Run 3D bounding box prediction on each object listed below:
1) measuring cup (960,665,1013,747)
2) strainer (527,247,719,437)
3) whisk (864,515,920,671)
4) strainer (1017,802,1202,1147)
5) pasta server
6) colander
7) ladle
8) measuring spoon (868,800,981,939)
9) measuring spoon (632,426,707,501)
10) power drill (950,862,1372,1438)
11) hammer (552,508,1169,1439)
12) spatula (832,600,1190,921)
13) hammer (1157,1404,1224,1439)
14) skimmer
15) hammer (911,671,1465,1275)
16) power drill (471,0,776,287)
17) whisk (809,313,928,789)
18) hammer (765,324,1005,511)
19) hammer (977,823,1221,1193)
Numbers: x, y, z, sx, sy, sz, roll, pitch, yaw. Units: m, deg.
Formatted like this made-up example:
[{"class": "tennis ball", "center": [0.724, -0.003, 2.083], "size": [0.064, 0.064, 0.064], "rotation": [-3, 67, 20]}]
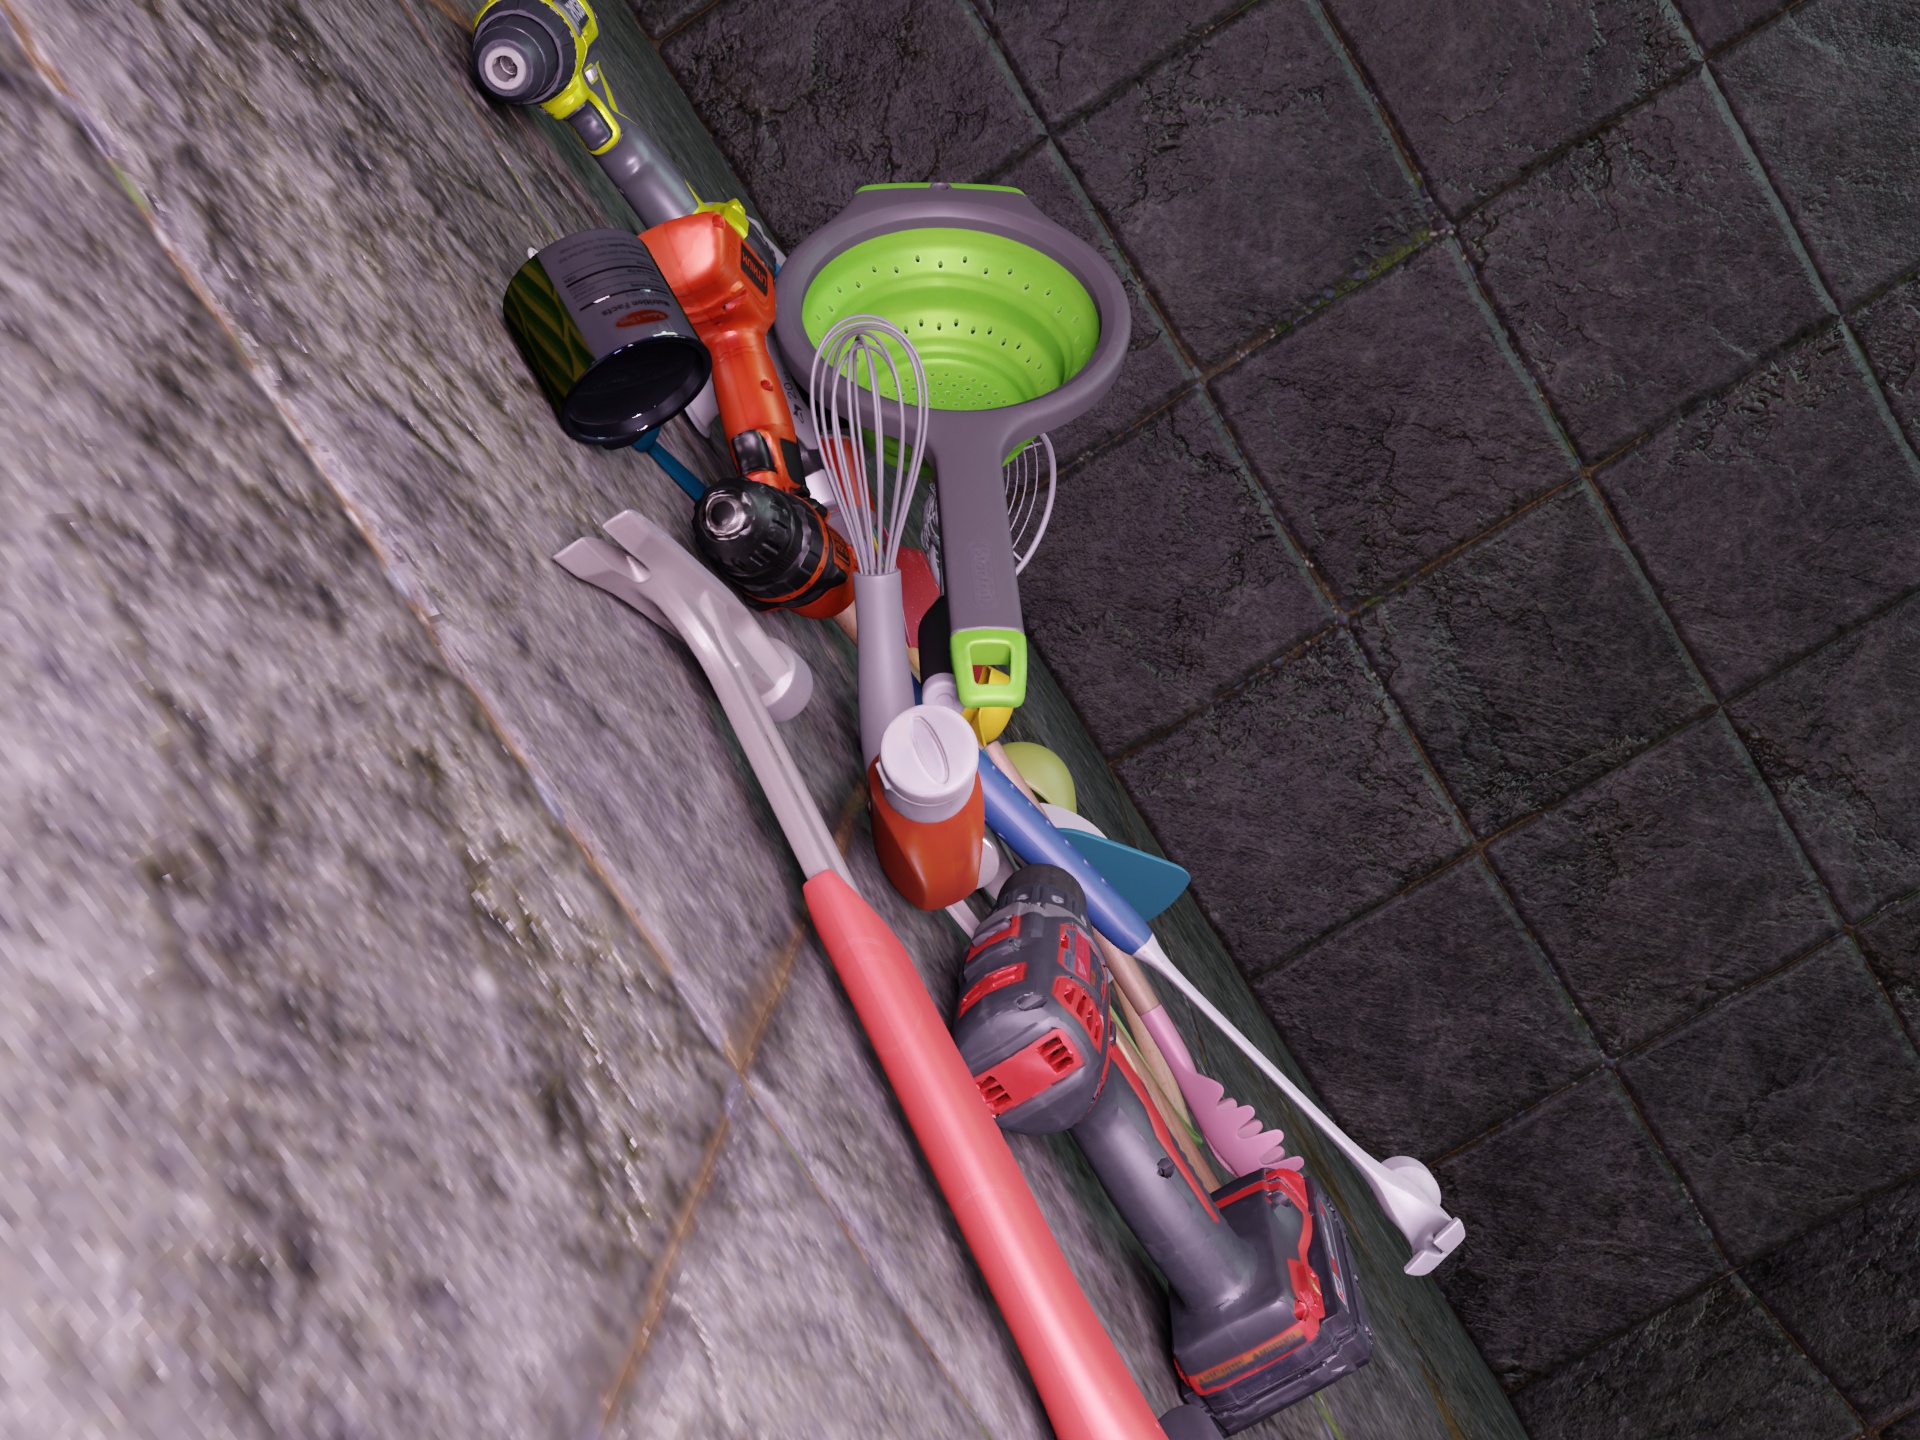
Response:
[{"class": "measuring cup", "center": [0.023, 0.018, 1.154], "size": [0.029, 0.062, 0.157], "rotation": [22, 31, -18]}, {"class": "strainer", "center": [-0.167, -0.208, 0.850], "size": [0.258, 0.050, 0.087], "rotation": [3, 66, -78]}, {"class": "whisk", "center": [-0.046, -0.058, 1.059], "size": [0.051, 0.047, 0.245], "rotation": [23, 38, -58]}, {"class": "strainer", "center": [0.101, 0.151, 1.030], "size": [0.256, 0.069, 0.151], "rotation": [58, 6, 15]}, {"class": "pasta server", "center": [0.105, 0.145, 0.949], "size": [0.316, 0.040, 0.060], "rotation": [59, -5, 7]}, {"class": "colander", "center": [-0.002, -0.145, 0.886], "size": [0.094, 0.204, 0.398], "rotation": [96, -9, -52]}, {"class": "ladle", "center": [0.090, 0.150, 1.139], "size": [0.078, 0.062, 0.320], "rotation": [51, 17, -59]}, {"class": "measuring spoon", "center": [-0.009, 0.090, 0.759], "size": [0.124, 0.018, 0.034], "rotation": [52, 17, 4]}, {"class": "measuring spoon", "center": [-0.137, -0.133, 0.780], "size": [0.042, 0.021, 0.128], "rotation": [62, 8, 30]}, {"class": "power drill", "center": [0.079, 0.172, 0.700], "size": [0.226, 0.080, 0.188], "rotation": [53, 14, -10]}, {"class": "hammer", "center": [-0.024, 0.093, 0.517], "size": [0.359, 0.036, 0.149], "rotation": [61, 7, 24]}, {"class": "spatula", "center": [-0.001, -0.003, 0.907], "size": [0.317, 0.044, 0.082], "rotation": [48, -28, 11]}, {"class": "hammer", "center": [0.172, 0.380, 0.657], "size": [0.408, 0.036, 0.149], "rotation": [52, 10, -38]}, {"class": "skimmer", "center": [0.021, -0.082, 0.934], "size": [0.364, 0.090, 0.127], "rotation": [-91, -169, -65]}, {"class": "hammer", "center": [0.101, 0.122, 0.811], "size": [0.405, 0.035, 0.144], "rotation": [45, 3, 5]}, {"class": "power drill", "center": [-0.213, -0.347, 0.987], "size": [0.228, 0.080, 0.191], "rotation": [52, 14, -28]}, {"class": "whisk", "center": [-0.037, -0.069, 0.750], "size": [0.055, 0.055, 0.239], "rotation": [-98, -175, -74]}, {"class": "hammer", "center": [-0.033, -0.216, 1.061], "size": [0.334, 0.035, 0.146], "rotation": [-19, 87, -57]}, {"class": "hammer", "center": [0.088, 0.192, 0.916], "size": [0.331, 0.031, 0.130], "rotation": [58, 7, -5]}]
